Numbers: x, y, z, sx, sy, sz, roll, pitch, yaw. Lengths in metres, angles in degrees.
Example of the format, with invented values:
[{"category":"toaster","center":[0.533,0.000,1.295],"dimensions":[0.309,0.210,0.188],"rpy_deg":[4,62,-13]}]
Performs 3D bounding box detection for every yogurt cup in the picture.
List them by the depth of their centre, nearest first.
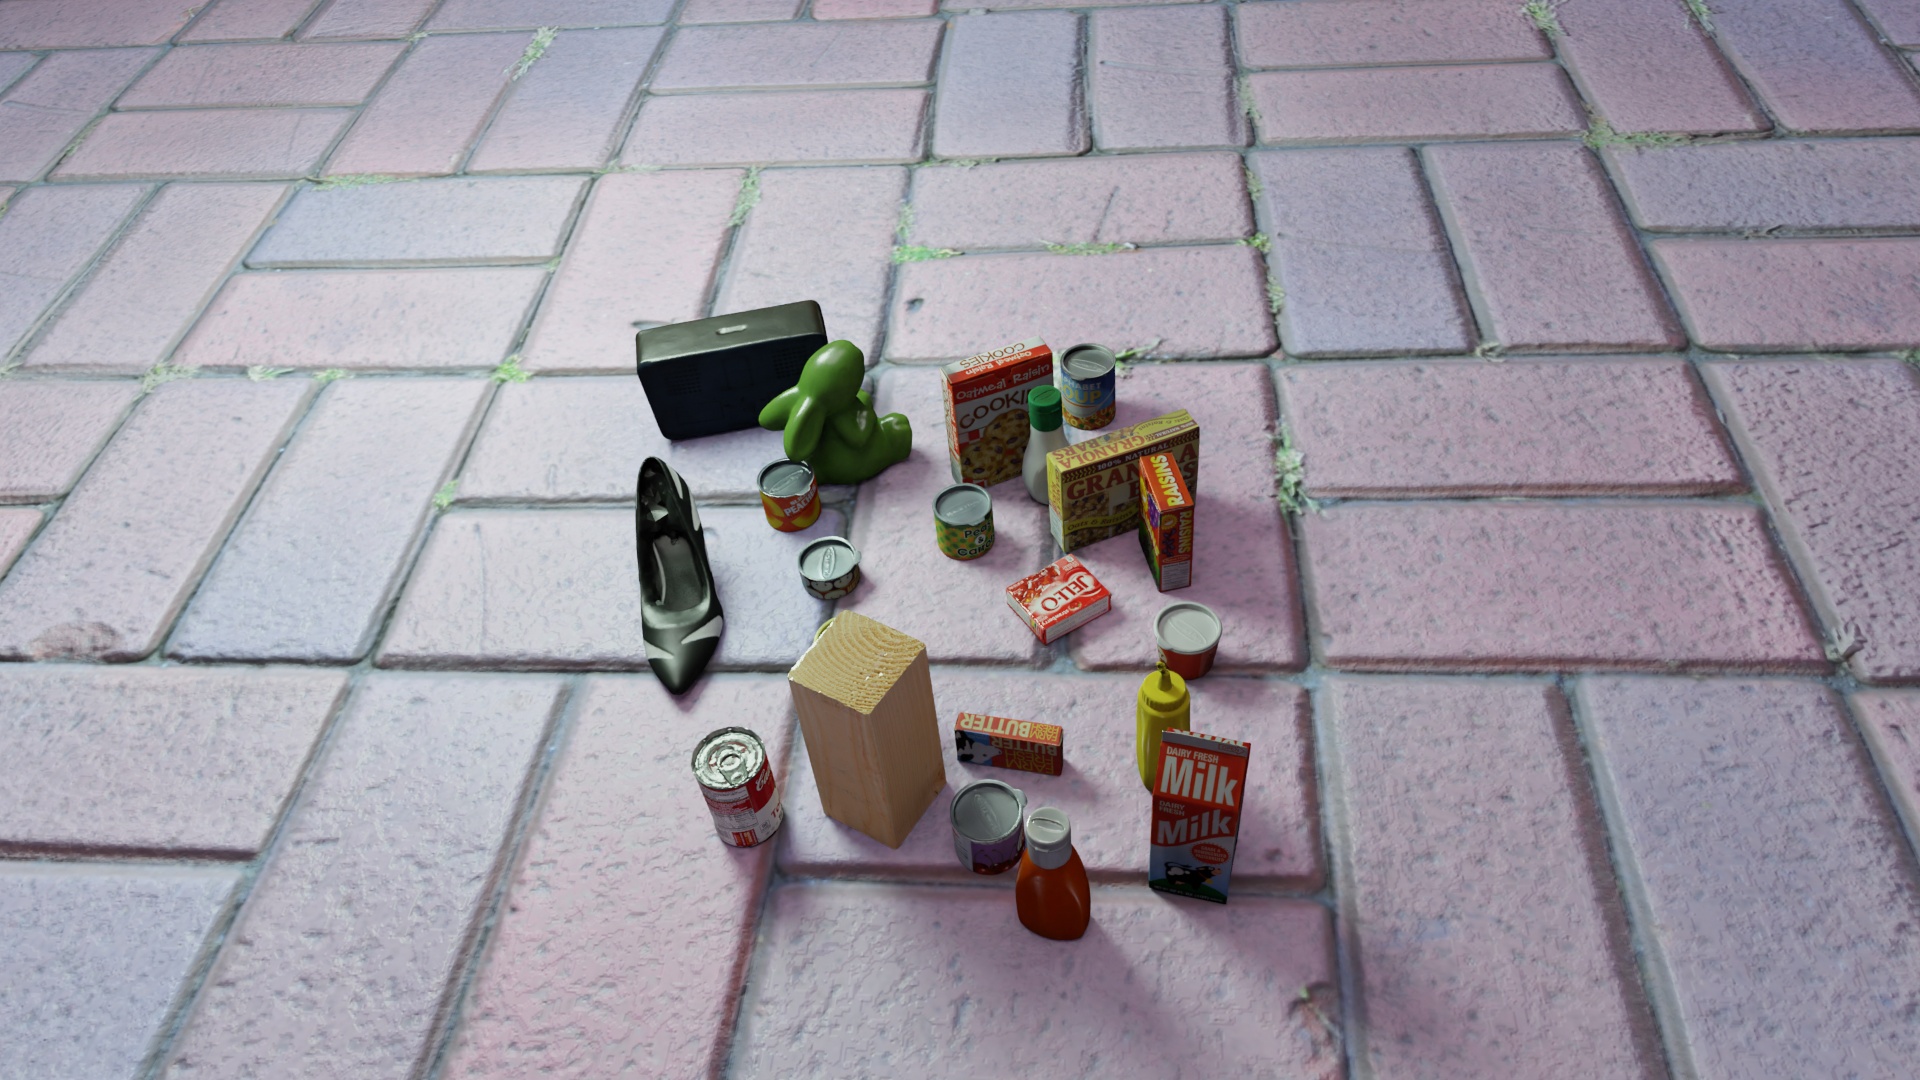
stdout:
[{"category":"yogurt cup","center":[0.228,0.103,1.398],"dimensions":[0.072,0.053,0.073],"rpy_deg":[-3,45,3]}]

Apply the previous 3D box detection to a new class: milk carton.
[{"category":"milk carton","center":[0.204,0.225,1.184],"dimensions":[0.072,0.189,0.074],"rpy_deg":[9,47,15]}]

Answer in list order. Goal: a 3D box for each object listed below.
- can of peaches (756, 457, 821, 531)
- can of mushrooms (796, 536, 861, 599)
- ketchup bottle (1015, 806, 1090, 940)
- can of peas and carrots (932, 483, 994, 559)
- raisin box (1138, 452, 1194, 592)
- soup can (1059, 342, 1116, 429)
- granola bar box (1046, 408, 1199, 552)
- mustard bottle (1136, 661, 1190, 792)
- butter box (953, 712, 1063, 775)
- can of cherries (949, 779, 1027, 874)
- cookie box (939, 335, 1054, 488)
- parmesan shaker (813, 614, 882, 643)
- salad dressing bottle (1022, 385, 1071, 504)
[{"category":"can of peaches","center":[-0.195,-0.051,1.593],"dimensions":[0.071,0.057,0.071],"rpy_deg":[-3,45,3]},{"category":"can of mushrooms","center":[-0.142,0.030,1.524],"dimensions":[0.071,0.033,0.071],"rpy_deg":[-3,45,3]},{"category":"ketchup bottle","center":[0.077,0.281,1.172],"dimensions":[0.065,0.148,0.044],"rpy_deg":[11,48,17]},{"category":"can of peas and carrots","center":[0.005,-0.019,1.539],"dimensions":[0.071,0.058,0.071],"rpy_deg":[-3,45,3]},{"category":"raisin box","center":[0.216,-0.019,1.471],"dimensions":[0.040,0.122,0.086],"rpy_deg":[-10,45,-3]},{"category":"soup can","center":[0.152,-0.183,1.666],"dimensions":[0.071,0.083,0.072],"rpy_deg":[-3,45,3]},{"category":"granola bar box","center":[0.179,-0.065,1.519],"dimensions":[0.166,0.123,0.039],"rpy_deg":[-19,47,-12]},{"category":"mustard bottle","center":[0.185,0.165,1.267],"dimensions":[0.049,0.159,0.065],"rpy_deg":[-5,45,2]},{"category":"butter box","center":[0.047,0.195,1.328],"dimensions":[0.103,0.052,0.024],"rpy_deg":[6,47,12]},{"category":"can of cherries","center":[0.028,0.260,1.261],"dimensions":[0.071,0.058,0.072],"rpy_deg":[-3,45,3]},{"category":"cookie box","center":[0.046,-0.141,1.578],"dimensions":[0.123,0.166,0.040],"rpy_deg":[-20,47,-13]},{"category":"parmesan shaker","center":[-0.102,0.130,1.373],"dimensions":[0.071,0.102,0.072],"rpy_deg":[-3,45,3]},{"category":"salad dressing bottle","center":[0.098,-0.106,1.553],"dimensions":[0.064,0.146,0.044],"rpy_deg":[-28,49,-20]}]
